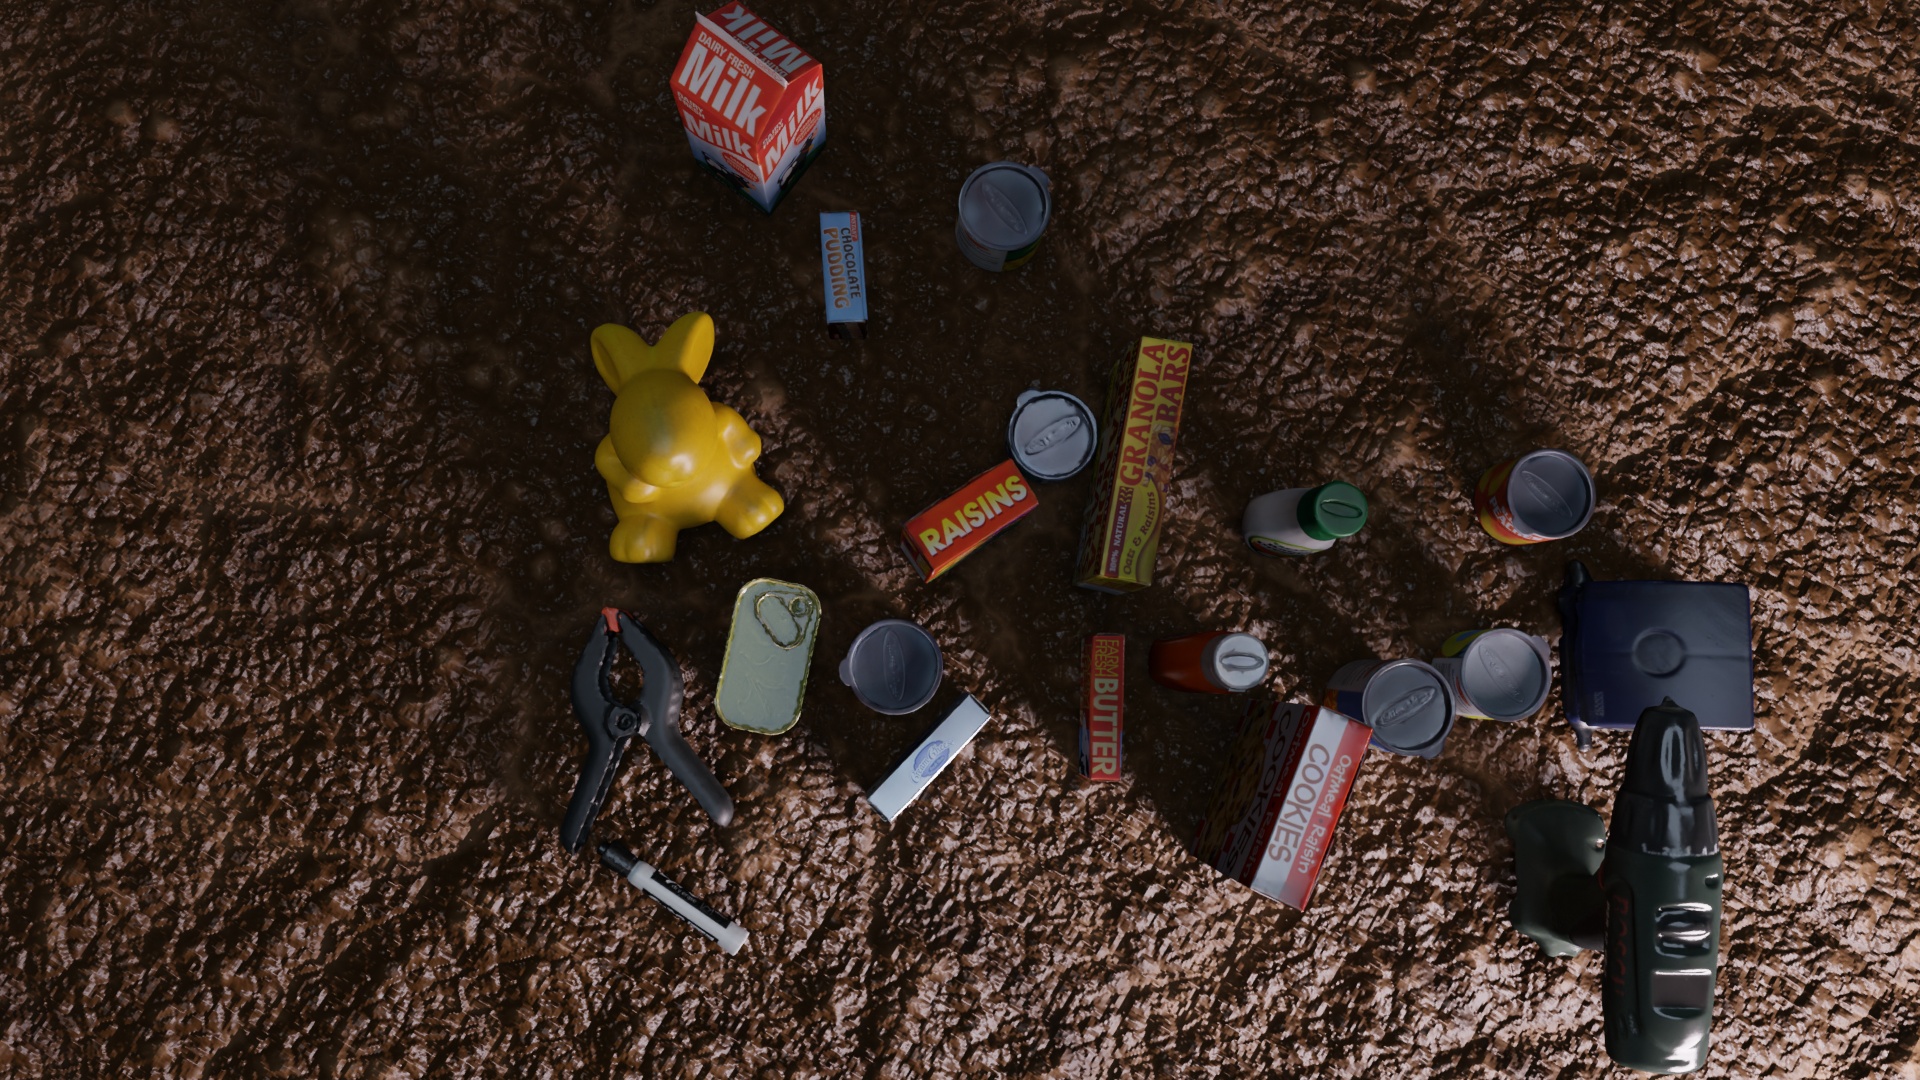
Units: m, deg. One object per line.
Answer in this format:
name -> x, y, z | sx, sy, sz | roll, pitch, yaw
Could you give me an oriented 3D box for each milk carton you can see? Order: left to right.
milk carton -> -0.142, -0.296, 0.945 | 0.072, 0.190, 0.073 | 36, 84, 0

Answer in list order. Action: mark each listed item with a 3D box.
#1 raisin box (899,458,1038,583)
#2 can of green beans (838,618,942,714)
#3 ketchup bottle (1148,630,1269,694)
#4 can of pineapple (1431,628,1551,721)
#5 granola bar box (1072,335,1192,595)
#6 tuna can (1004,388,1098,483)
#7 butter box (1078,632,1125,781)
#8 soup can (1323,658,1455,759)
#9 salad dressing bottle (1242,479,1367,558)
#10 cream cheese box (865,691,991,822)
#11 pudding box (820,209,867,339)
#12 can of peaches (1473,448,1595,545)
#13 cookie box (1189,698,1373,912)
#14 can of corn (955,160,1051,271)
raisin box -> 0.003, -0.012, 0.960 | 0.086, 0.123, 0.040 | -32, 88, -6
can of green beans -> -0.047, 0.088, 0.979 | 0.071, 0.058, 0.071 | 0, 84, -4
ketchup bottle -> 0.173, 0.084, 0.949 | 0.065, 0.148, 0.043 | 4, 85, -4
can of pineapple -> 0.385, 0.097, 1.008 | 0.071, 0.058, 0.071 | 0, 84, -4
granola bar box -> 0.117, -0.048, 0.971 | 0.039, 0.124, 0.165 | 11, 84, -3
tuna can -> 0.064, -0.077, 1.016 | 0.071, 0.033, 0.071 | 0, 84, -4
butter box -> 0.100, 0.118, 0.989 | 0.024, 0.053, 0.103 | 3, 84, -4
soup can -> 0.304, 0.120, 0.987 | 0.071, 0.083, 0.071 | 0, 85, -4
salad dressing bottle -> 0.239, -0.014, 0.964 | 0.064, 0.147, 0.044 | 13, 84, -3
cream cheese box -> -0.023, 0.151, 0.976 | 0.024, 0.053, 0.104 | 45, 83, 1
pudding box -> -0.084, -0.192, 1.009 | 0.030, 0.049, 0.083 | -4, 85, -4
can of peaches -> 0.420, -0.030, 1.024 | 0.071, 0.058, 0.071 | 0, 84, -4
cookie box -> 0.212, 0.172, 0.933 | 0.040, 0.167, 0.123 | 23, 84, -2
can of corn -> 0.032, -0.238, 1.017 | 0.071, 0.058, 0.071 | 0, 84, -4
